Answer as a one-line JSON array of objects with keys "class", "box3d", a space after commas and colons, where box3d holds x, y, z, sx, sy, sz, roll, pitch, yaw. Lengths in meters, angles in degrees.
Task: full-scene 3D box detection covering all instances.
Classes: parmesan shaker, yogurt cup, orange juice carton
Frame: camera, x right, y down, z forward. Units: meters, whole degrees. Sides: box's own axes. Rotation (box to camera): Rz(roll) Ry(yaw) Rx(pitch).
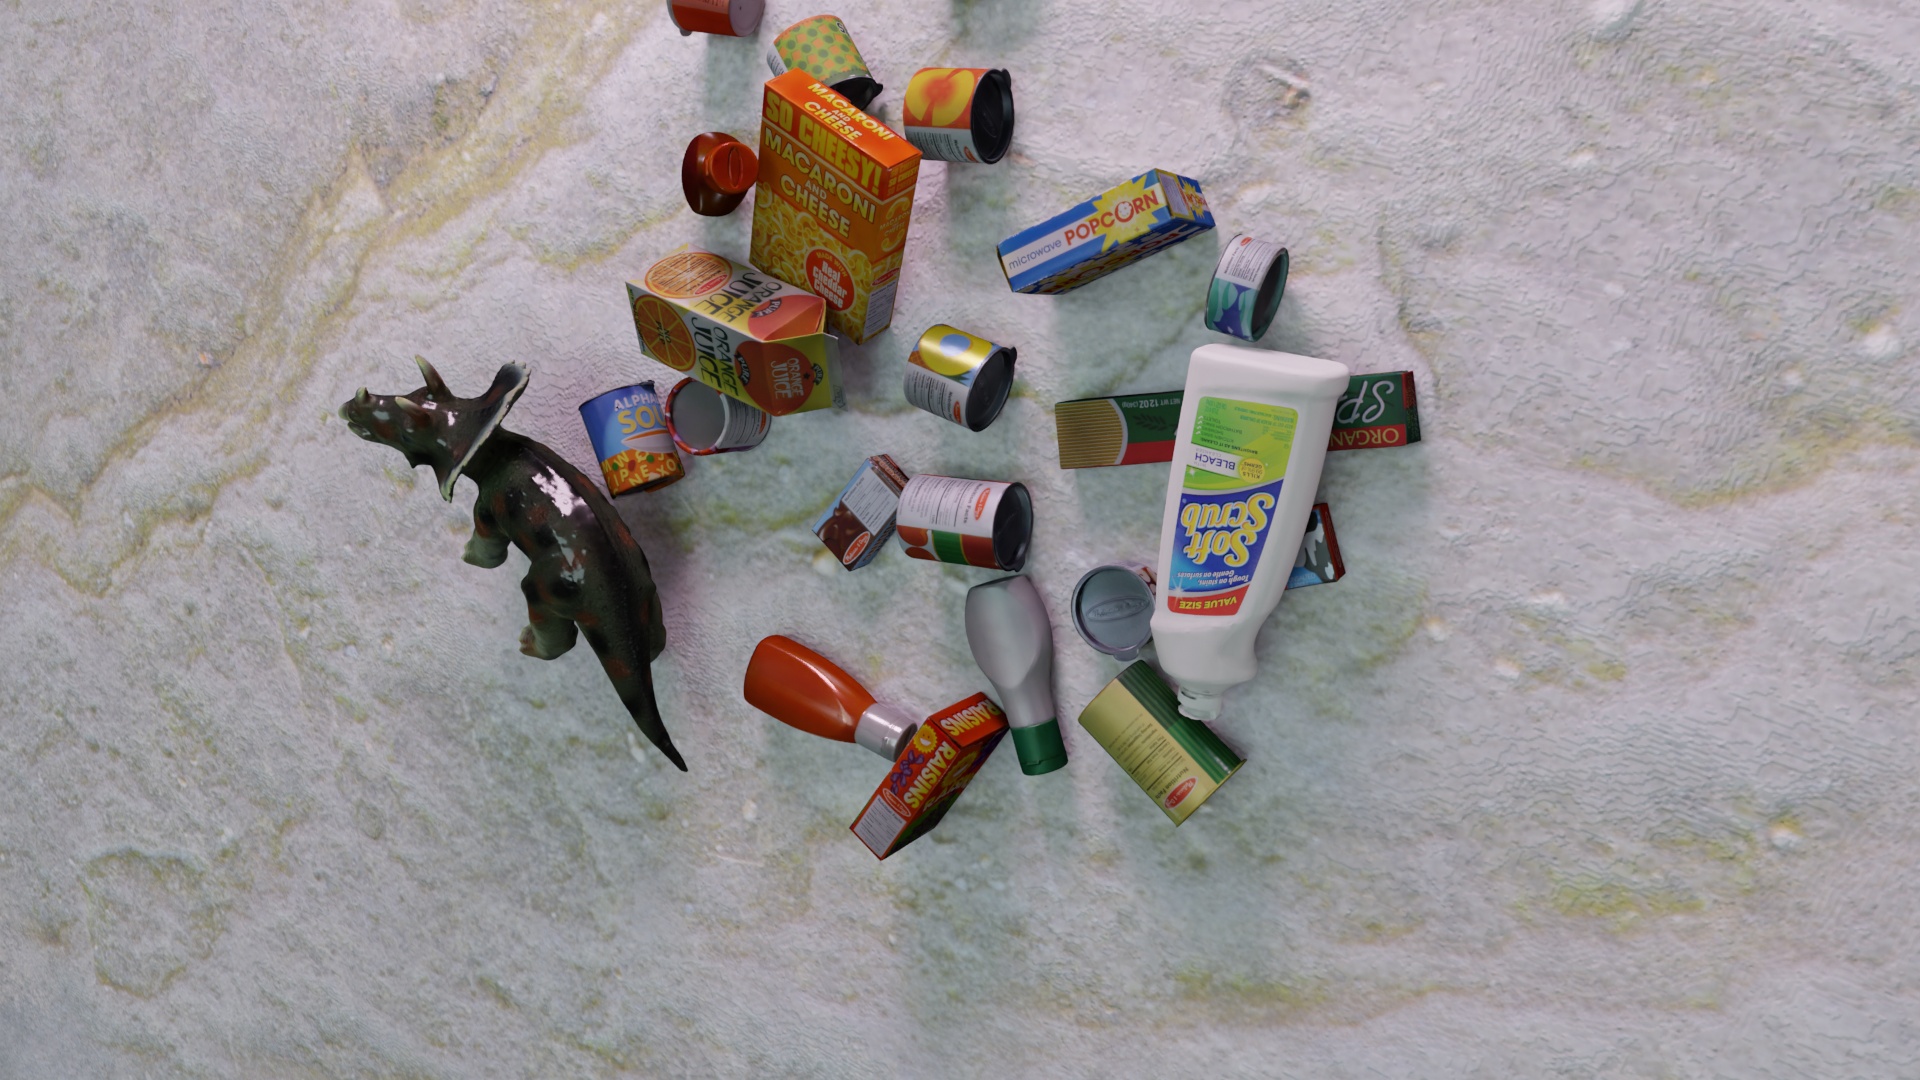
[{"class": "parmesan shaker", "box3d": [0.144, 0.141, 0.988, 0.103, 0.071, 0.071, 47, 116, 15]}, {"class": "yogurt cup", "box3d": [-0.189, -0.427, 1.084, 0.054, 0.072, 0.072, 20, 107, 16]}, {"class": "orange juice carton", "box3d": [-0.165, -0.160, 1.082, 0.193, 0.073, 0.071, 26, 140, 27]}]

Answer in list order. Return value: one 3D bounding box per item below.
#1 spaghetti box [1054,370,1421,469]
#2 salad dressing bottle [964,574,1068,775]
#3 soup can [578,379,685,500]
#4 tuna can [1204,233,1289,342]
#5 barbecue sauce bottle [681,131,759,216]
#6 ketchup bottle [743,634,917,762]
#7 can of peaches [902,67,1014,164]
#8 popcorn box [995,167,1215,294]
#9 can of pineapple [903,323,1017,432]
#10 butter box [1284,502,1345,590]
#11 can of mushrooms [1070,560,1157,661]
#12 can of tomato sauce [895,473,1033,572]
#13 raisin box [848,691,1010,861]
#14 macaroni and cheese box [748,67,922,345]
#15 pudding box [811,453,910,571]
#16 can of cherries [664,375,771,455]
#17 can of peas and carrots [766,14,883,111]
[{"class": "spaghetti box", "box3d": [0.184, -0.082, 0.955, 0.250, 0.029, 0.050, -2, 97, 29]}, {"class": "salad dressing bottle", "box3d": [0.045, 0.102, 1.048, 0.064, 0.044, 0.147, -14, 92, 27]}, {"class": "soup can", "box3d": [-0.276, -0.085, 1.178, 0.071, 0.071, 0.084, -22, 88, 29]}, {"class": "tuna can", "box3d": [0.190, -0.165, 0.920, 0.033, 0.071, 0.071, 22, 108, 23]}, {"class": "barbecue sauce bottle", "box3d": [-0.184, -0.281, 1.062, 0.149, 0.044, 0.064, -146, 56, -69]}, {"class": "ketchup bottle", "box3d": [-0.106, 0.133, 1.132, 0.149, 0.044, 0.064, 24, 109, 23]}, {"class": "can of peaches", "box3d": [-0.001, -0.308, 1.000, 0.058, 0.071, 0.071, 10, 102, 27]}, {"class": "popcorn box", "box3d": [0.099, -0.208, 0.949, 0.126, 0.085, 0.038, -20, 88, 29]}, {"class": "can of pineapple", "box3d": [0.000, -0.122, 1.027, 0.058, 0.071, 0.070, 25, 109, 23]}, {"class": "butter box", "box3d": [0.207, 0.010, 0.958, 0.103, 0.024, 0.053, -13, 92, 29]}, {"class": "can of mushrooms", "box3d": [0.117, 0.051, 1.007, 0.071, 0.033, 0.071, 4, 99, 27]}, {"class": "can of tomato sauce", "box3d": [0.004, -0.013, 1.041, 0.083, 0.071, 0.071, 7, 101, 28]}, {"class": "raisin box", "box3d": [-0.022, 0.181, 1.070, 0.040, 0.086, 0.123, 42, 114, 18]}, {"class": "macaroni and cheese box", "box3d": [-0.097, -0.246, 1.032, 0.124, 0.040, 0.165, 38, 143, 18]}, {"class": "pudding box", "box3d": [-0.074, -0.022, 1.100, 0.050, 0.030, 0.083, 46, 115, 13]}, {"class": "can of cherries", "box3d": [-0.201, -0.104, 1.139, 0.071, 0.058, 0.071, 4, 100, 27]}, {"class": "can of peas and carrots", "box3d": [-0.103, -0.353, 1.048, 0.070, 0.071, 0.059, -32, 82, 28]}]
